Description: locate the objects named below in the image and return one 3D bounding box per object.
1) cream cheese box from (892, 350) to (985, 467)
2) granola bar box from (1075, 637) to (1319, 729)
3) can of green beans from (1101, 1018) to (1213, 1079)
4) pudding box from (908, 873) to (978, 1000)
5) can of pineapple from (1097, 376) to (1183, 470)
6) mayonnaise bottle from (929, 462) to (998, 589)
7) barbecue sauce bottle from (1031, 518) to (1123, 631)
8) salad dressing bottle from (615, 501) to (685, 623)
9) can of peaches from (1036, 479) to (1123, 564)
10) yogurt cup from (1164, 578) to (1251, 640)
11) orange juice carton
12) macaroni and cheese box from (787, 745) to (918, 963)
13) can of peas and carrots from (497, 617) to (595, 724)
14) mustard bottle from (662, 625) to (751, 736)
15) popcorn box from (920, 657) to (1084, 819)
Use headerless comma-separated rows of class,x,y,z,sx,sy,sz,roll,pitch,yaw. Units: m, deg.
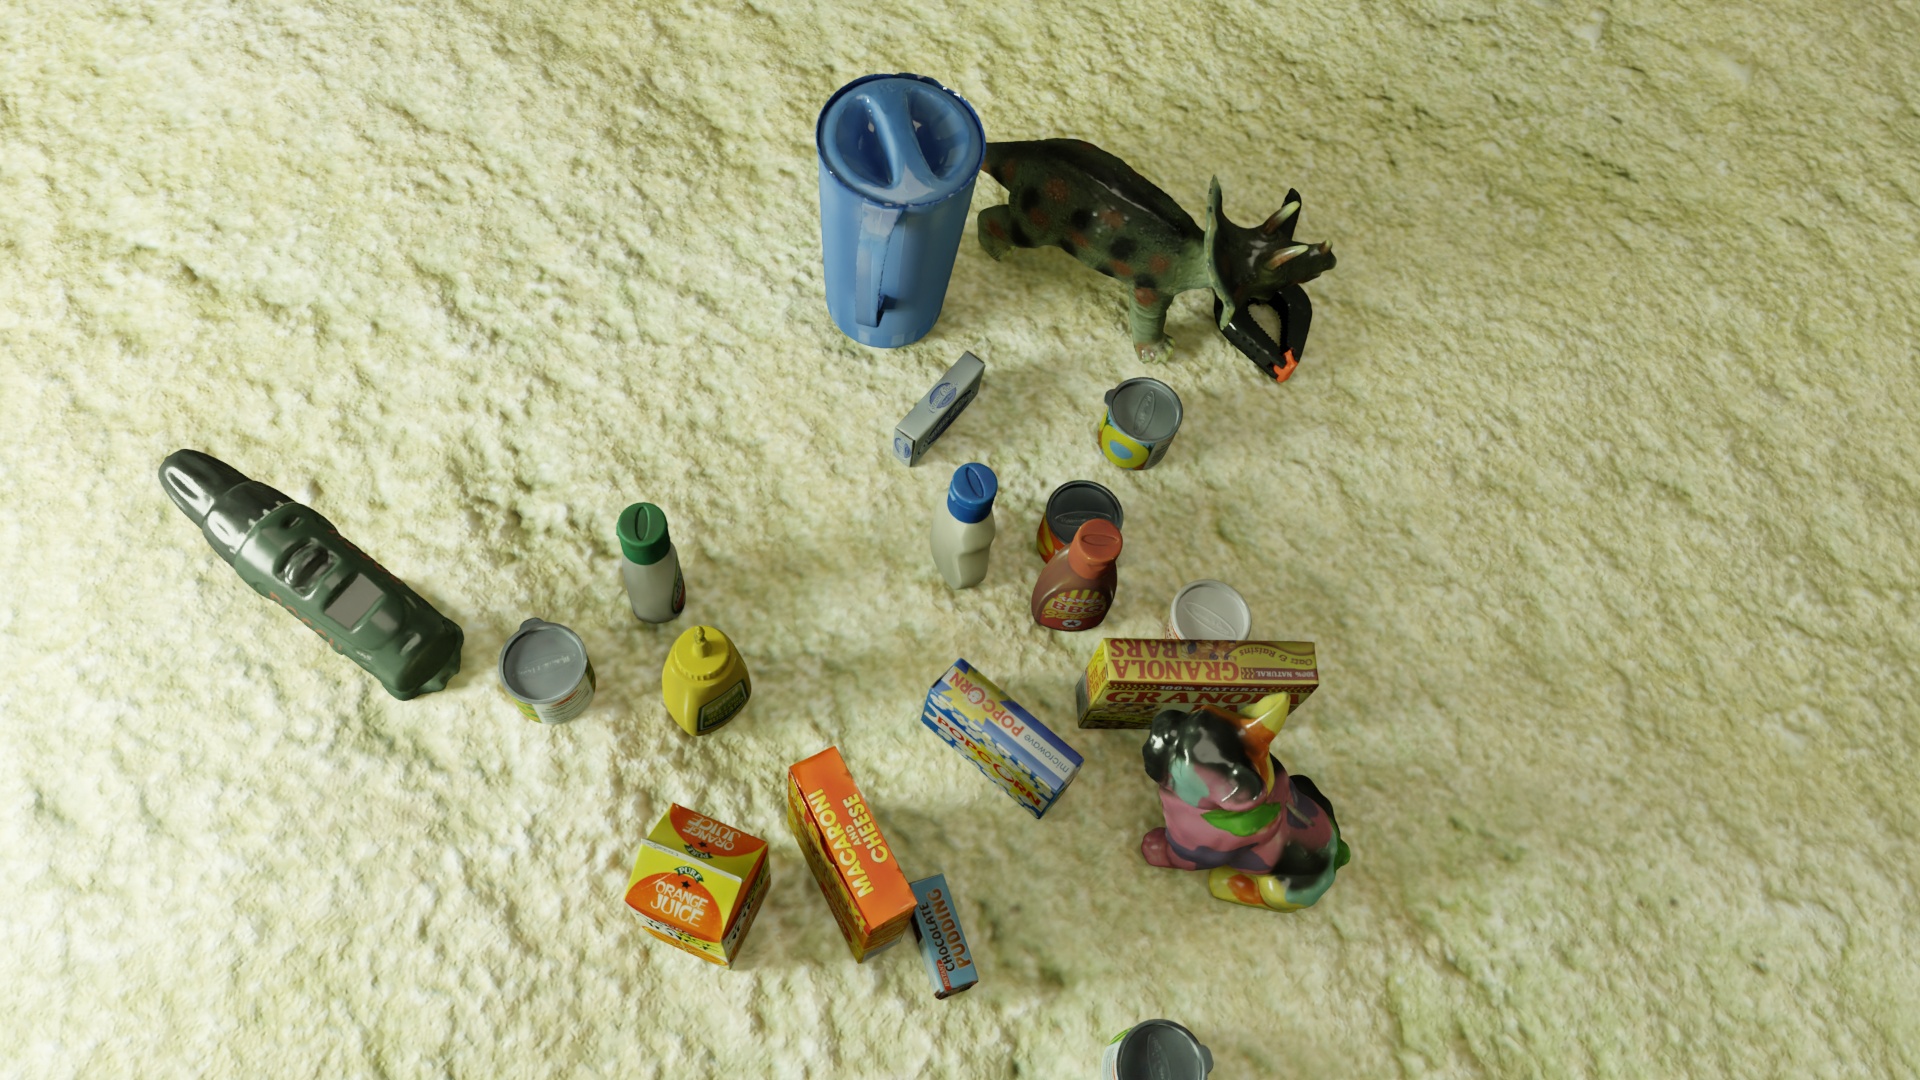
cream cheese box,-0.019,-0.115,1.221,0.024,0.053,0.104,36,67,10
granola bar box,0.183,0.116,1.100,0.166,0.123,0.039,1,66,-6
can of green beans,0.139,0.384,1.008,0.071,0.057,0.071,3,65,-6
pudding box,-0.016,0.295,1.035,0.030,0.049,0.084,-16,68,-13
can of pineapple,0.157,-0.104,1.235,0.071,0.057,0.071,3,65,-6
mayonnaise bottle,0.004,-0.014,1.125,0.041,0.147,0.065,-19,69,-14
barbecue sauce bottle,0.098,0.029,1.117,0.065,0.148,0.044,3,66,-5
salad dressing bottle,-0.241,0.018,1.082,0.044,0.147,0.064,0,66,-7
can of peaches,0.101,-0.008,1.184,0.071,0.057,0.071,3,65,-6
yogurt cup,0.203,0.073,1.161,0.072,0.053,0.072,3,65,-6
orange juice carton,-0.179,0.239,0.962,0.072,0.191,0.073,23,65,4
macaroni and cheese box,-0.081,0.229,0.993,0.040,0.165,0.124,-25,71,-16
can of peas and carrots,-0.322,0.102,1.082,0.071,0.058,0.071,3,65,-6
mustard bottle,-0.192,0.100,1.043,0.065,0.159,0.049,-36,74,-20
popcorn box,0.031,0.156,1.085,0.127,0.085,0.038,39,67,11
